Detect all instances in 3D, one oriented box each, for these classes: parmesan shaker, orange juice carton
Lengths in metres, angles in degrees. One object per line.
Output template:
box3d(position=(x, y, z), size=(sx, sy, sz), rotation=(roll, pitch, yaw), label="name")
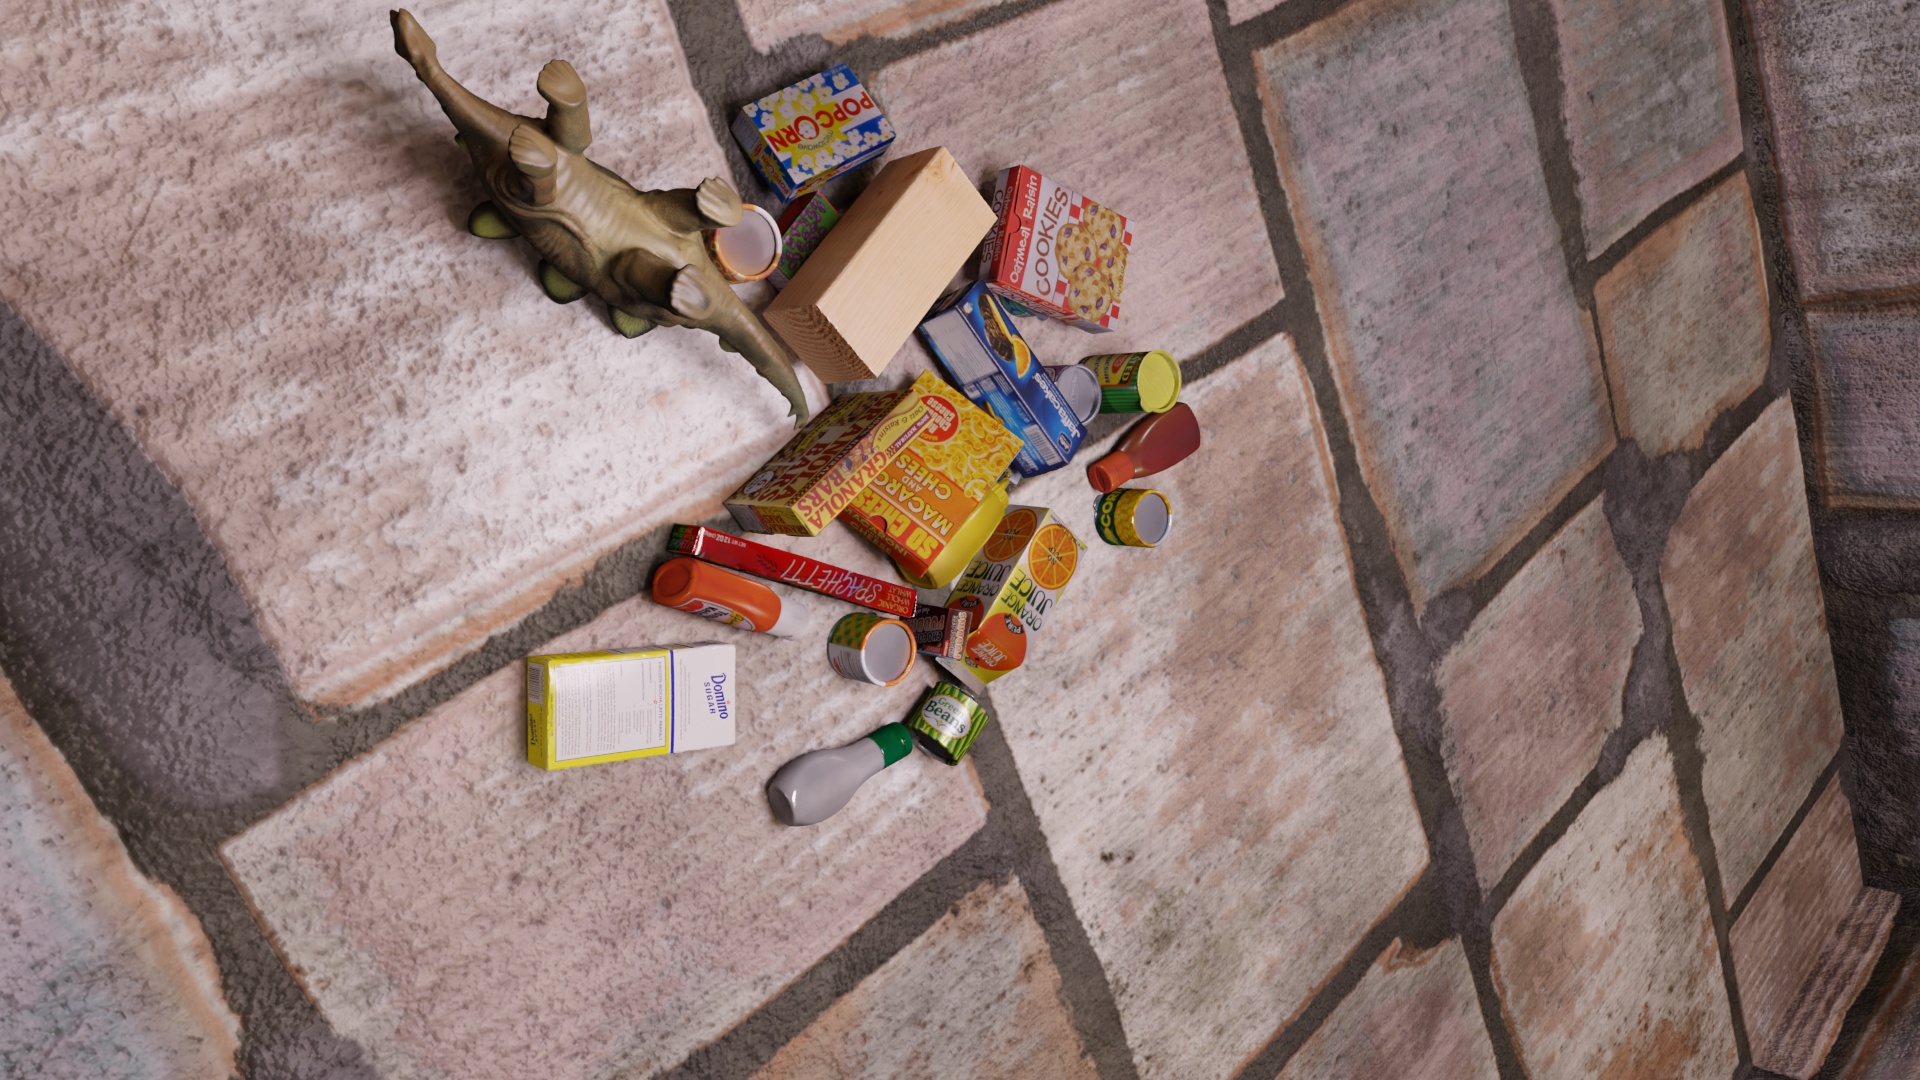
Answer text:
box3d(position=(0.176, -0.168, 1.495), size=(0.071, 0.103, 0.071), rotation=(-3, 94, -39), label="parmesan shaker")
box3d(position=(0.044, 0.060, 1.424), size=(0.071, 0.073, 0.193), rotation=(44, 67, -32), label="orange juice carton")

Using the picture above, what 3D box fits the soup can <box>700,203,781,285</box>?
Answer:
box3d(position=(-0.205, -0.252, 1.200), size=(0.071, 0.083, 0.071), rotation=(-3, 96, -38), label="soup can")

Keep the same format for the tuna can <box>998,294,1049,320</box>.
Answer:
box3d(position=(0.073, -0.264, 1.452), size=(0.071, 0.033, 0.071), rotation=(-3, 95, -38), label="tuna can")

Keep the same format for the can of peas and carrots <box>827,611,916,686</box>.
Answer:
box3d(position=(-0.083, 0.103, 1.334), size=(0.071, 0.058, 0.071), rotation=(-4, 96, -39), label="can of peas and carrots")

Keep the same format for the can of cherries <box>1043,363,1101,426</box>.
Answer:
box3d(position=(0.104, -0.154, 1.467), size=(0.072, 0.058, 0.071), rotation=(-4, 97, -38), label="can of cherries")

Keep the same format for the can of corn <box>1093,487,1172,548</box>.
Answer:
box3d(position=(0.192, -0.027, 1.544), size=(0.071, 0.058, 0.071), rotation=(-3, 95, -39), label="can of corn")

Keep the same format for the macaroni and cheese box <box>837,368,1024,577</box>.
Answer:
box3d(position=(-0.036, -0.067, 1.337), size=(0.124, 0.040, 0.167), rotation=(37, 66, 2), label="macaroni and cheese box")

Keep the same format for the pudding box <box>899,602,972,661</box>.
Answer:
box3d(position=(-0.027, 0.089, 1.362), size=(0.030, 0.083, 0.049), rotation=(15, 85, -35), label="pudding box")

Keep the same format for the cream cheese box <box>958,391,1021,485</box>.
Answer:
box3d(position=(0.029, -0.105, 1.432), size=(0.103, 0.024, 0.053), rotation=(35, 72, -34), label="cream cheese box")

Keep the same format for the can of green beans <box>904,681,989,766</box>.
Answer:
box3d(position=(-0.014, 0.184, 1.389), size=(0.058, 0.071, 0.071), rotation=(-52, 122, -23), label="can of green beans")

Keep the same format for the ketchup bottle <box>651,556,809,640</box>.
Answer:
box3d(position=(-0.199, 0.055, 1.240), size=(0.149, 0.064, 0.043), rotation=(24, 65, -46), label="ketchup bottle")

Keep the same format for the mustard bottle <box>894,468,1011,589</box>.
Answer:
box3d(position=(0.005, -0.017, 1.392), size=(0.161, 0.065, 0.048), rotation=(-45, 125, -27), label="mustard bottle")

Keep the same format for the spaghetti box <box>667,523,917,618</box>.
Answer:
box3d(position=(-0.149, 0.030, 1.283), size=(0.250, 0.050, 0.029), rotation=(19, 83, -38), label="spaghetti box")

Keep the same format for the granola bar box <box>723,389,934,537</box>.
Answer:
box3d(position=(-0.119, -0.070, 1.254), size=(0.166, 0.124, 0.039), rotation=(-46, 118, -26), label="granola bar box")

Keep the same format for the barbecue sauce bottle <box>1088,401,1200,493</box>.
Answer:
box3d(position=(0.207, -0.100, 1.562), size=(0.149, 0.043, 0.064), rotation=(-32, 112, -32), label="barbecue sauce bottle")

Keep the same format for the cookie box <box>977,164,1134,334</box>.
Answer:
box3d(position=(0.101, -0.296, 1.424), size=(0.167, 0.040, 0.123), rotation=(16, 81, -38), label="cookie box")

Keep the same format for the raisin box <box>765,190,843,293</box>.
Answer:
box3d(position=(-0.124, -0.250, 1.293), size=(0.123, 0.040, 0.086), rotation=(46, 65, -31), label="raisin box")

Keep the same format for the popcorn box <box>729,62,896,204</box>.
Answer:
box3d(position=(-0.132, -0.371, 1.262), size=(0.127, 0.038, 0.085), rotation=(-36, 92, -31), label="popcorn box")

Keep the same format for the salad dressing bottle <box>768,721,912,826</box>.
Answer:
box3d(position=(-0.112, 0.220, 1.329), size=(0.148, 0.044, 0.064), rotation=(-25, 106, -36), label="salad dressing bottle")
